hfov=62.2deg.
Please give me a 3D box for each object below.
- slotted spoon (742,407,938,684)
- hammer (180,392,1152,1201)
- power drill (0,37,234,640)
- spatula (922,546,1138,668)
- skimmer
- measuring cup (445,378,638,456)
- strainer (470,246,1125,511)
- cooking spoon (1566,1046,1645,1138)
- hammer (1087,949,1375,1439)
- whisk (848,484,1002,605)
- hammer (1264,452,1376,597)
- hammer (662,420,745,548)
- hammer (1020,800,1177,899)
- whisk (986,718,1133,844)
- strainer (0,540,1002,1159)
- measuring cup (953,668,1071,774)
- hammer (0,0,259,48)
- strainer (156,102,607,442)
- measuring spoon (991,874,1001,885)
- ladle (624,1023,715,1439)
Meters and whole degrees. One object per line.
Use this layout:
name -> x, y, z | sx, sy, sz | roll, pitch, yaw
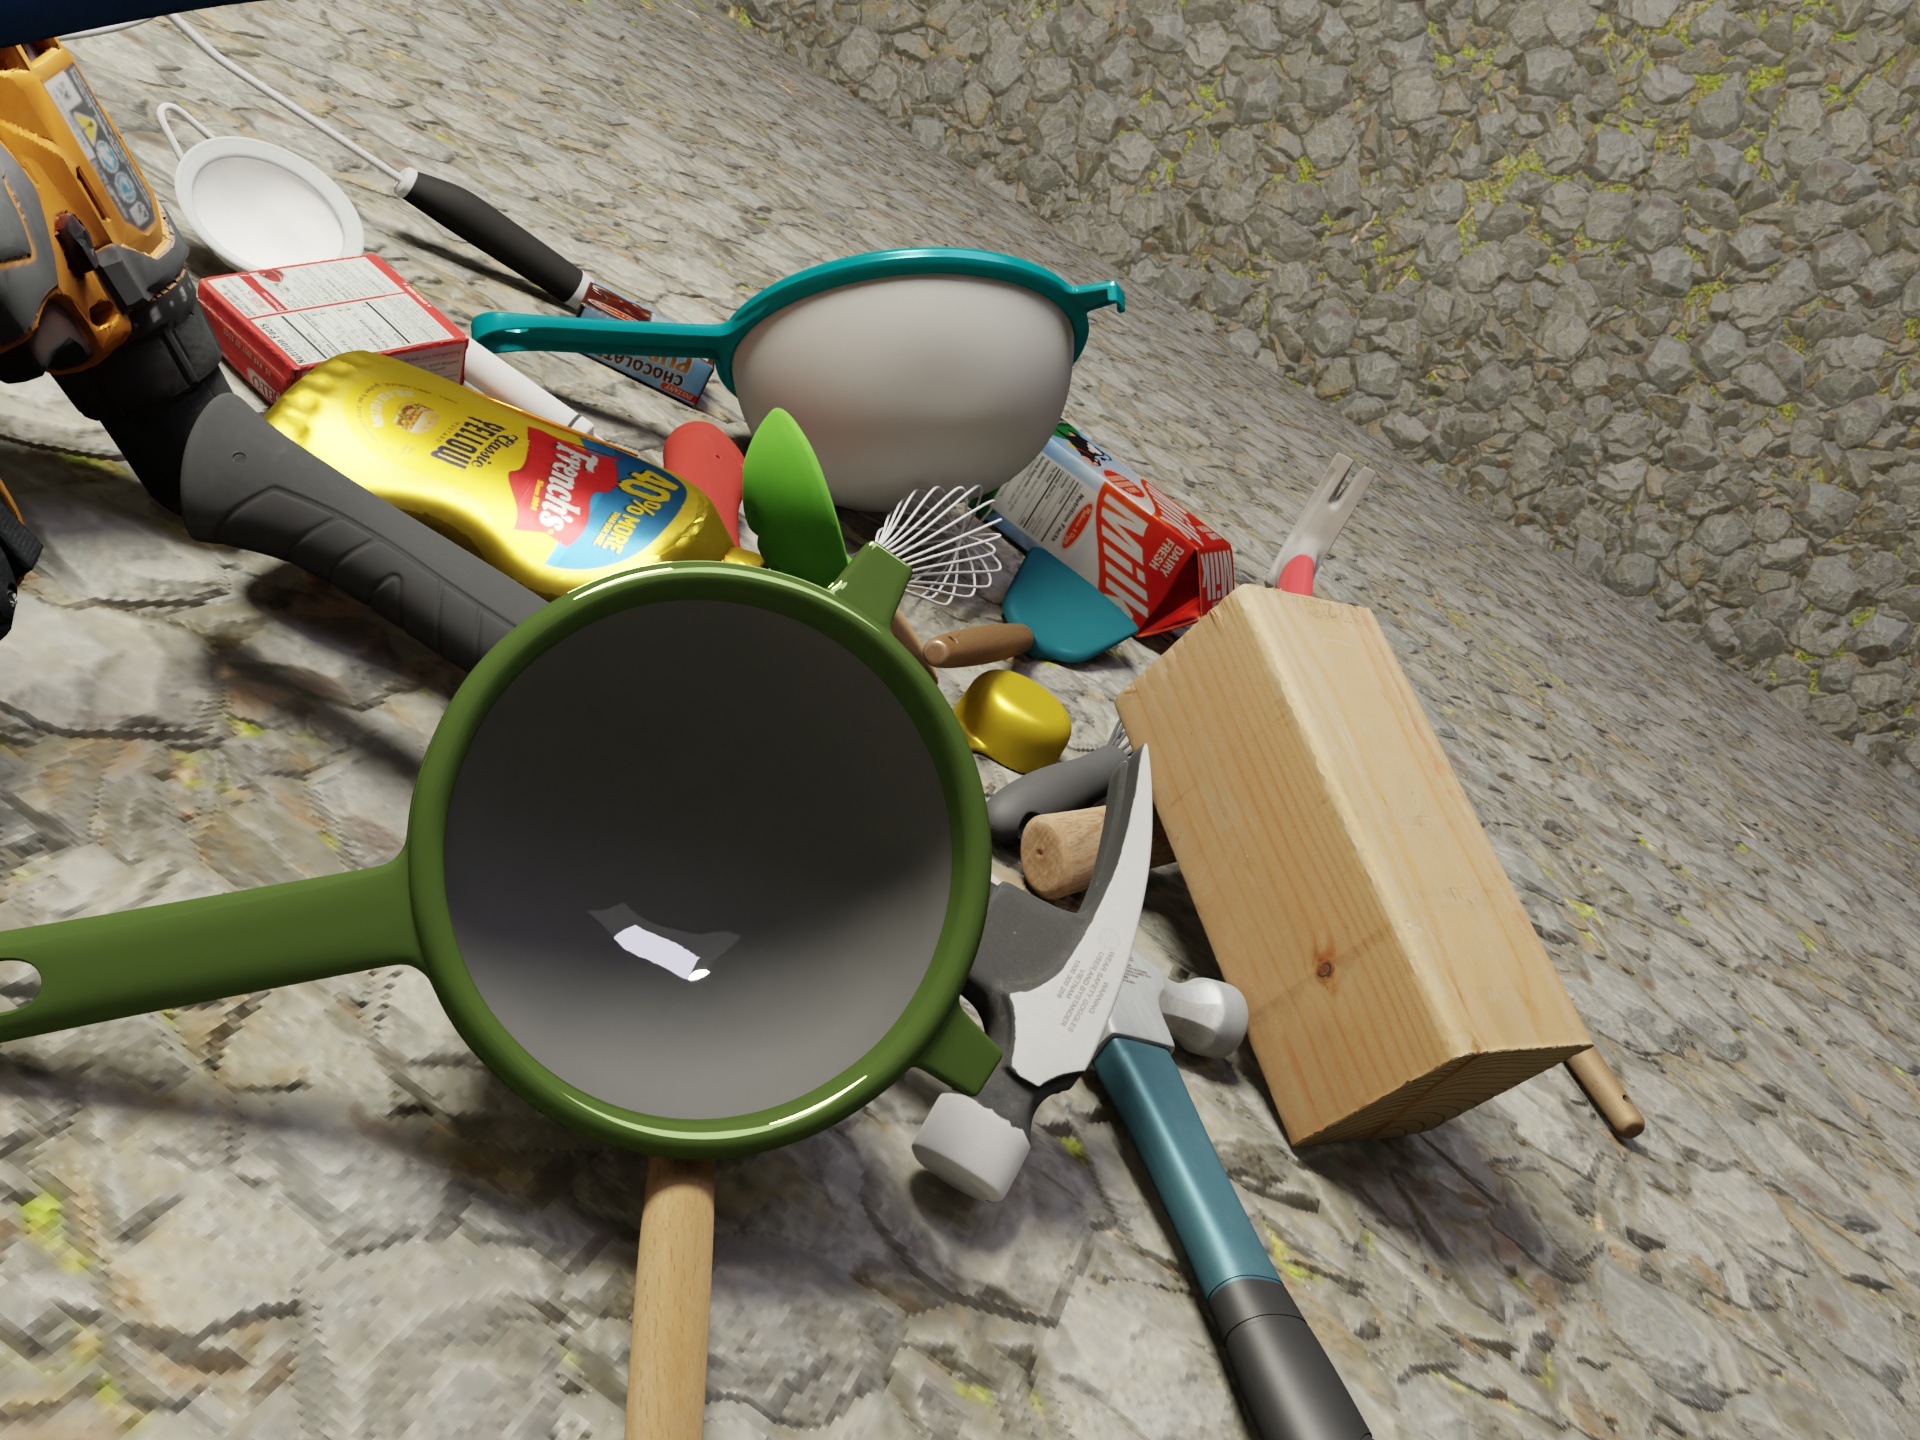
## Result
slotted spoon -> -0.036, -0.044, 0.620 | 0.313, 0.031, 0.070 | 53, 13, -78
hammer -> -0.093, -0.002, 0.495 | 0.335, 0.146, 0.035 | 32, -22, 0
power drill -> -0.281, -0.098, 0.452 | 0.084, 0.185, 0.226 | -13, 38, 6
spatula -> 0.031, -0.051, 0.820 | 0.082, 0.044, 0.317 | 40, 13, 7
skimmer -> -0.377, -0.309, 0.877 | 0.363, 0.090, 0.127 | 28, 18, -36
measuring cup -> -0.202, -0.112, 0.690 | 0.095, 0.052, 0.174 | 19, 4, -27
strainer -> -0.086, -0.168, 0.863 | 0.340, 0.211, 0.095 | -2, 77, -24
cooking spoon -> 0.297, 0.115, 0.895 | 0.068, 0.017, 0.319 | 22, 24, -21
hammer -> 0.093, 0.184, 0.475 | 0.128, 0.033, 0.331 | 20, 26, -29
whisk -> -0.033, -0.074, 0.767 | 0.070, 0.070, 0.284 | 34, 18, 5
hammer -> 0.213, -0.058, 1.007 | 0.038, 0.143, 0.386 | 28, 27, 1
hammer -> -0.114, -0.047, 0.676 | 0.149, 0.036, 0.359 | 21, 26, -24
hammer -> 0.145, 0.040, 0.777 | 0.331, 0.031, 0.130 | -7, 89, -47
whisk -> 0.074, 0.021, 0.767 | 0.055, 0.055, 0.239 | 40, 27, 17
strainer -> -0.120, 0.045, 0.408 | 0.256, 0.151, 0.069 | -9, -4, -22
measuring cup -> -0.001, -0.002, 0.733 | 0.062, 0.029, 0.156 | 45, 23, 28
hammer -> -0.323, -0.120, 0.310 | 0.405, 0.035, 0.144 | -32, 52, -32
strainer -> -0.277, -0.199, 0.770 | 0.258, 0.050, 0.087 | 35, 44, -9
measuring spoon -> -0.004, 0.047, 0.648 | 0.124, 0.018, 0.034 | 41, 24, 18
ladle -> -0.067, 0.155, 0.336 | 0.078, 0.062, 0.320 | 22, 18, -16
